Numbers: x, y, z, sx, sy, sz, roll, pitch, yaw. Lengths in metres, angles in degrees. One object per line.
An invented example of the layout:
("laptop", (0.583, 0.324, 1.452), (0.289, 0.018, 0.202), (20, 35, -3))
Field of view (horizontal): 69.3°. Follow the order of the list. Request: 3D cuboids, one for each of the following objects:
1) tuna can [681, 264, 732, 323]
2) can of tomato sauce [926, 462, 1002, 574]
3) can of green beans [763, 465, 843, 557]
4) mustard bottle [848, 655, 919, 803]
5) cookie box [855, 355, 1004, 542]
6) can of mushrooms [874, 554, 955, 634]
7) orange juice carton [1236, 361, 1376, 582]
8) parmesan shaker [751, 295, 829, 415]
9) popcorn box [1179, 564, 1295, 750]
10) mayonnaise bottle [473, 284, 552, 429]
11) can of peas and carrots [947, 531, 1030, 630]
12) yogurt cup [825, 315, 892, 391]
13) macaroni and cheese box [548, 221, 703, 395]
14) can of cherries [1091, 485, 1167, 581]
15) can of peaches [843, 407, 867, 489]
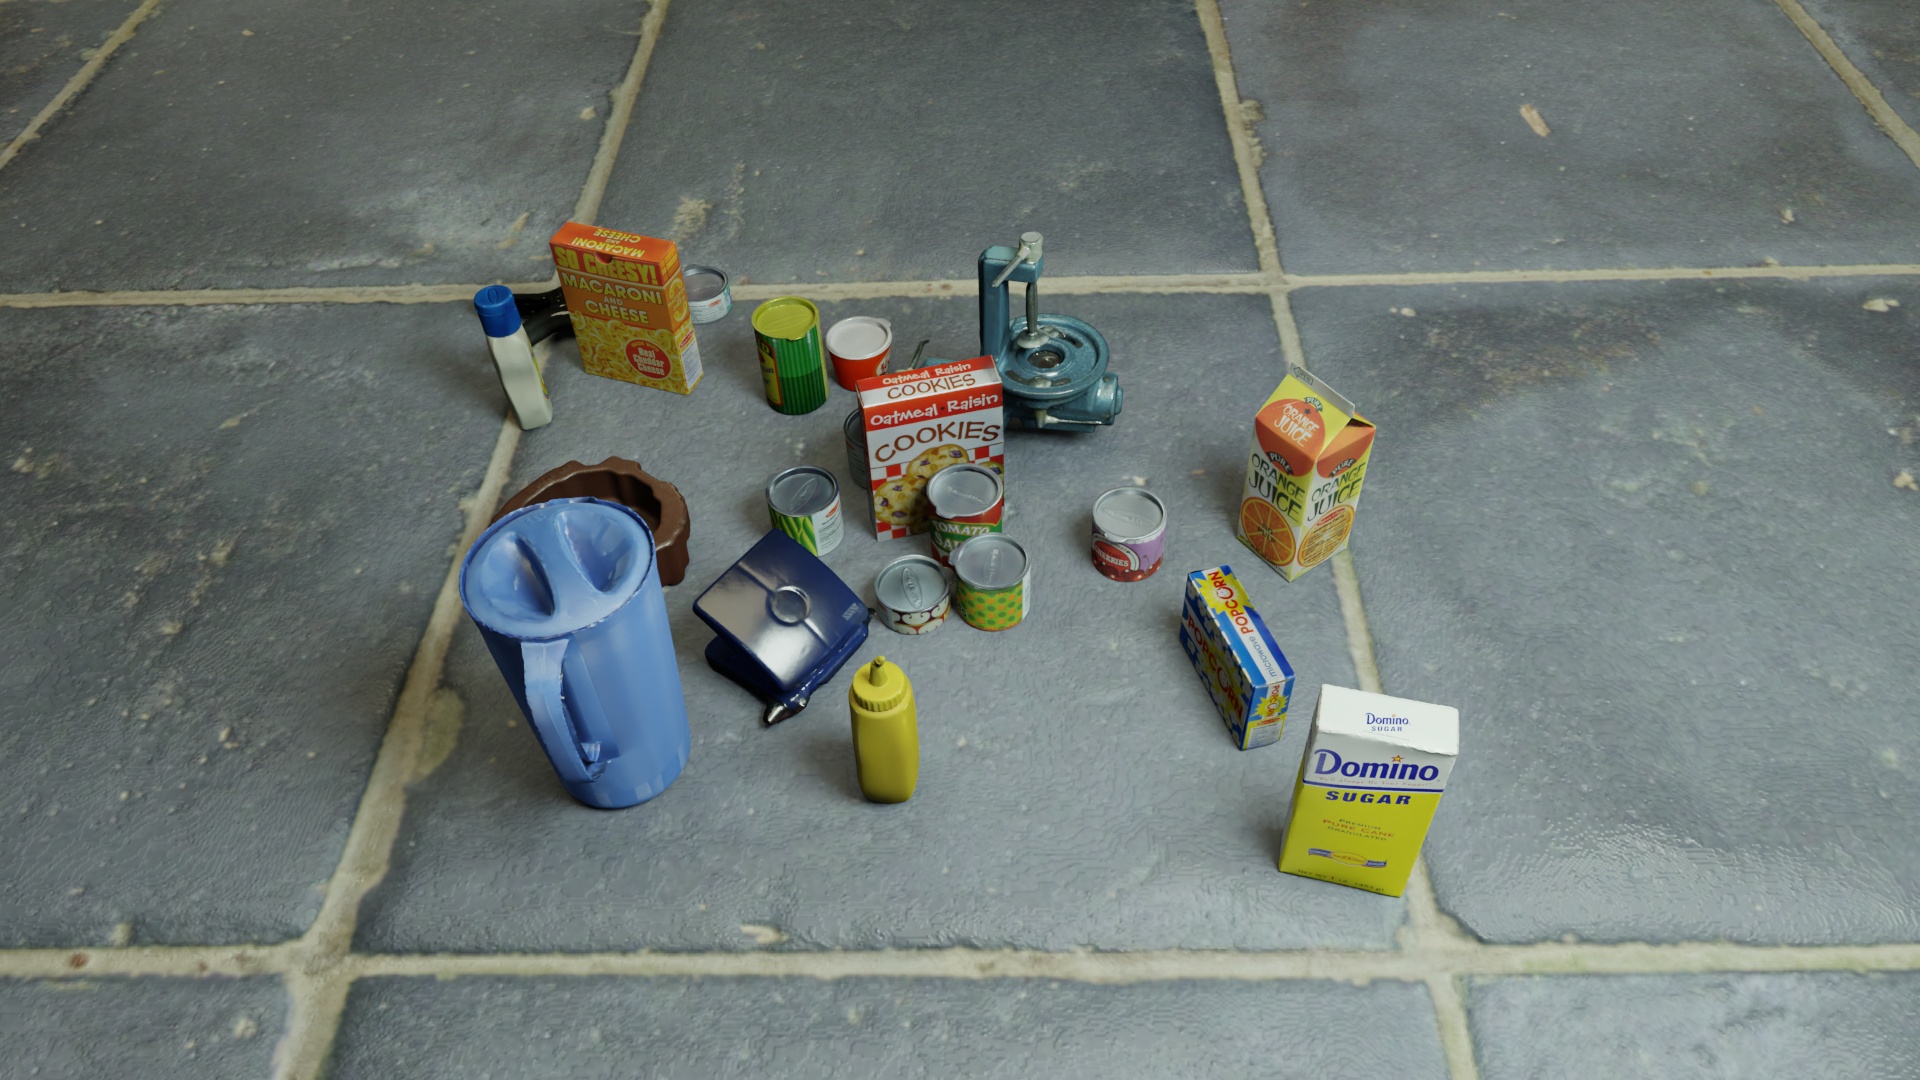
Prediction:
("tuna can", (-0.287, -0.272, 1.530), (0.071, 0.032, 0.071), (-1, 46, 1))
("can of tomato sauce", (0.004, -0.016, 1.238), (0.071, 0.082, 0.071), (-1, 46, 1))
("can of green beans", (-0.142, -0.026, 1.272), (0.071, 0.057, 0.071), (-1, 46, 1))
("mustard bottle", (-0.058, 0.134, 1.045), (0.049, 0.159, 0.066), (-1, 46, 2))
("cookie box", (-0.025, -0.081, 1.244), (0.123, 0.166, 0.040), (-12, 47, -9))
("can of mushrooms", (-0.039, 0.047, 1.214), (0.071, 0.033, 0.071), (-1, 46, 1))
("orange juice carton", (0.297, -0.063, 1.195), (0.073, 0.191, 0.072), (-28, 51, -22))
("parmesan shaker", (-0.169, -0.182, 1.391), (0.071, 0.102, 0.072), (-1, 46, 1))
("popcorn box", (0.221, 0.094, 1.123), (0.038, 0.084, 0.127), (-14, 47, -10))
("mayonnaise bottle", (-0.441, -0.182, 1.372), (0.041, 0.147, 0.065), (-18, 48, -14))
("can of peas and carrots", (0.025, 0.036, 1.205), (0.071, 0.058, 0.071), (-1, 46, 1))
("yogurt cup", (-0.103, -0.190, 1.429), (0.072, 0.053, 0.073), (-1, 46, 1))
("macaroni and cheese box", (-0.335, -0.232, 1.402), (0.124, 0.165, 0.040), (13, 48, 15))
("can of cherries", (0.148, -0.004, 1.238), (0.071, 0.058, 0.072), (-1, 46, 1))
("can of peaches", (-0.074, -0.090, 1.330), (0.071, 0.057, 0.071), (-1, 46, 1))
